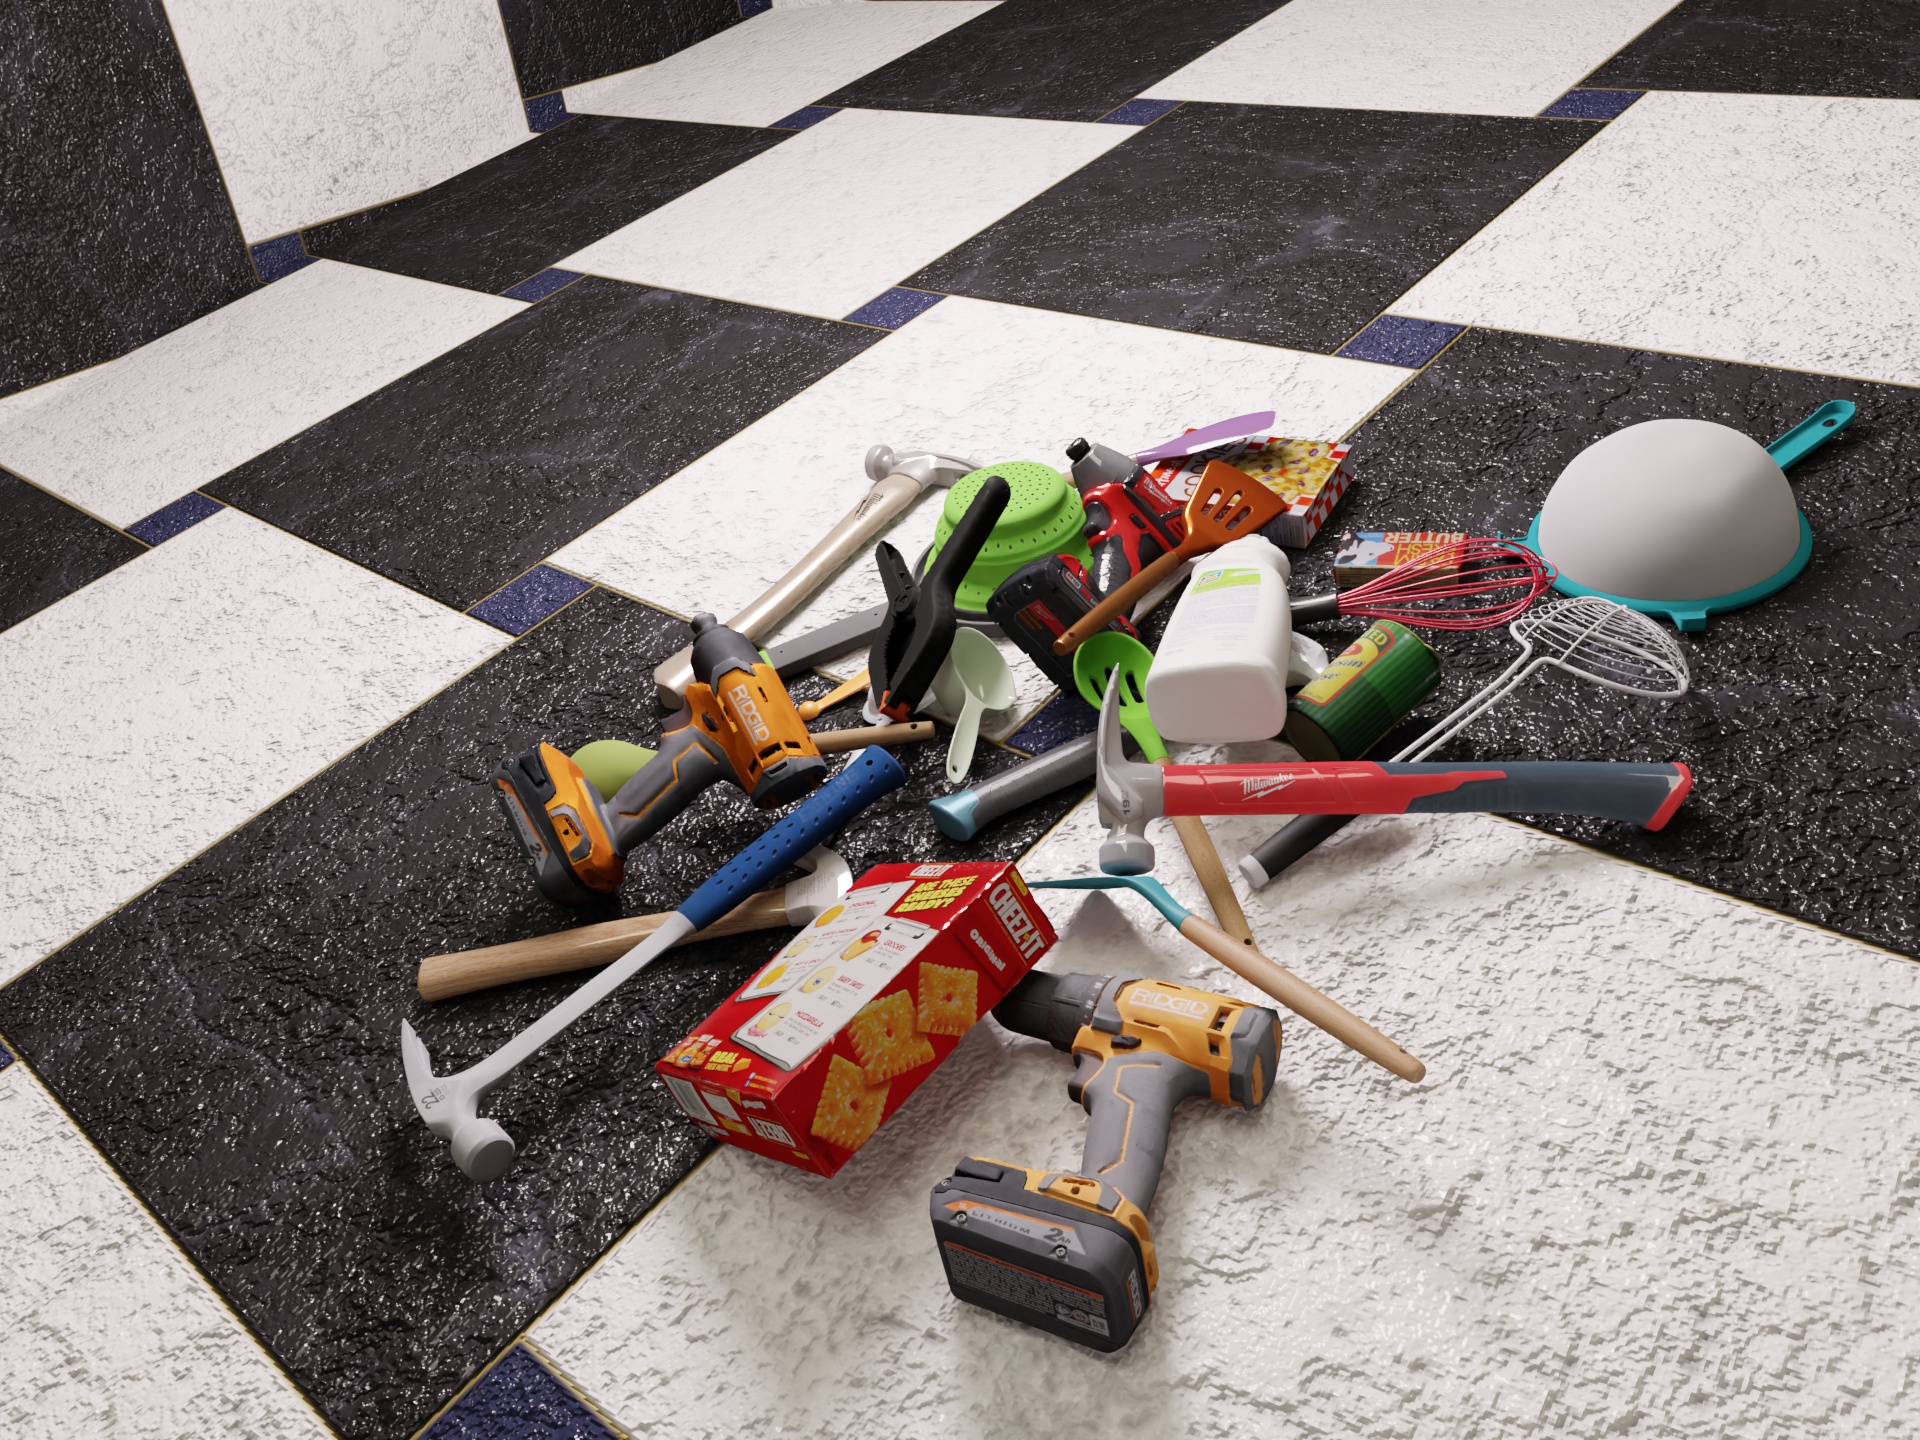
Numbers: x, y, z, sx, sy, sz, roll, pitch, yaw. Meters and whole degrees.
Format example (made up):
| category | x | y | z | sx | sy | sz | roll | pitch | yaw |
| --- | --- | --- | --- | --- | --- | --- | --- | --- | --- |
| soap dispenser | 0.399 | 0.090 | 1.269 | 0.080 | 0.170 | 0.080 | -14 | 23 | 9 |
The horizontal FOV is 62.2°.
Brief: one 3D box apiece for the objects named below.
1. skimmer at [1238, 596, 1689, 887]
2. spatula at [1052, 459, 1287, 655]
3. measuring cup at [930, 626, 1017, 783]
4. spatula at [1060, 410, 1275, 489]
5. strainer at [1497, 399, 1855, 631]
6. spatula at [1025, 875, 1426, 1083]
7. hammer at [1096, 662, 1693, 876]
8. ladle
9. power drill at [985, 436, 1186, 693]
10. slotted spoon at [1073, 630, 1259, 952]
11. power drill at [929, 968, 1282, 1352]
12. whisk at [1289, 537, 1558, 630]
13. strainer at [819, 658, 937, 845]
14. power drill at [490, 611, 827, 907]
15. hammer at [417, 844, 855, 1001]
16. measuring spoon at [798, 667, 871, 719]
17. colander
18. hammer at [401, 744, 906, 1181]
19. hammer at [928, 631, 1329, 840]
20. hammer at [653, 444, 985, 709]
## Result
| category | x | y | z | sx | sy | sz | roll | pitch | yaw |
| --- | --- | --- | --- | --- | --- | --- | --- | --- | --- |
| skimmer | 0.354 | 0.025 | 1.128 | 0.363 | 0.090 | 0.127 | -35 | 40 | -8 |
| spatula | 0.164 | -0.129 | 1.291 | 0.081 | 0.041 | 0.322 | 35 | 42 | 15 |
| measuring cup | -0.002 | -0.004 | 1.259 | 0.038 | 0.083 | 0.168 | -31 | 29 | 34 |
| spatula | 0.145 | -0.240 | 1.504 | 0.316 | 0.018 | 0.060 | -14 | 28 | 22 |
| strainer | 0.613 | -0.209 | 1.284 | 0.340 | 0.095 | 0.211 | -32 | 39 | -19 |
| spatula | 0.156 | 0.147 | 0.976 | 0.082 | 0.044 | 0.318 | 7 | 15 | -38 |
| hammer | 0.285 | 0.030 | 1.065 | 0.386 | 0.038 | 0.143 | -1 | 72 | 3 |
| ladle | -0.173 | 0.035 | 1.269 | 0.320 | 0.062 | 0.078 | -8 | 48 | 12 |
| power drill | 0.114 | -0.139 | 1.334 | 0.078 | 0.143 | 0.220 | -29 | 22 | 45 |
| slotted spoon | 0.149 | 0.050 | 1.131 | 0.070 | 0.031 | 0.314 | -6 | 46 | -14 |
| power drill | 0.064 | 0.231 | 0.922 | 0.185 | 0.084 | 0.226 | 9 | 39 | 29 |
| whisk | 0.323 | -0.096 | 1.276 | 0.296 | 0.073 | 0.073 | -9 | 37 | 19 |
| strainer | -0.071 | 0.015 | 1.285 | 0.087 | 0.050 | 0.259 | -10 | 37 | 34 |
| power drill | -0.235 | 0.026 | 1.215 | 0.226 | 0.084 | 0.164 | -29 | 73 | -2 |
| hammer | -0.236 | 0.156 | 1.164 | 0.331 | 0.031 | 0.130 | -12 | 38 | 5 |
| measuring spoon | -0.090 | -0.036 | 1.365 | 0.117 | 0.011 | 0.021 | -32 | 38 | -7 |
| colander | -0.027 | -0.139 | 1.421 | 0.397 | 0.094 | 0.205 | -22 | 37 | -10 |
| hammer | -0.204 | 0.144 | 1.113 | 0.405 | 0.035 | 0.144 | -38 | 43 | -24 |
| hammer | 0.132 | 0.012 | 1.220 | 0.331 | 0.033 | 0.128 | -24 | 38 | -11 |
| hammer | -0.135 | -0.141 | 1.514 | 0.146 | 0.038 | 0.411 | 16 | 47 | 33 |
